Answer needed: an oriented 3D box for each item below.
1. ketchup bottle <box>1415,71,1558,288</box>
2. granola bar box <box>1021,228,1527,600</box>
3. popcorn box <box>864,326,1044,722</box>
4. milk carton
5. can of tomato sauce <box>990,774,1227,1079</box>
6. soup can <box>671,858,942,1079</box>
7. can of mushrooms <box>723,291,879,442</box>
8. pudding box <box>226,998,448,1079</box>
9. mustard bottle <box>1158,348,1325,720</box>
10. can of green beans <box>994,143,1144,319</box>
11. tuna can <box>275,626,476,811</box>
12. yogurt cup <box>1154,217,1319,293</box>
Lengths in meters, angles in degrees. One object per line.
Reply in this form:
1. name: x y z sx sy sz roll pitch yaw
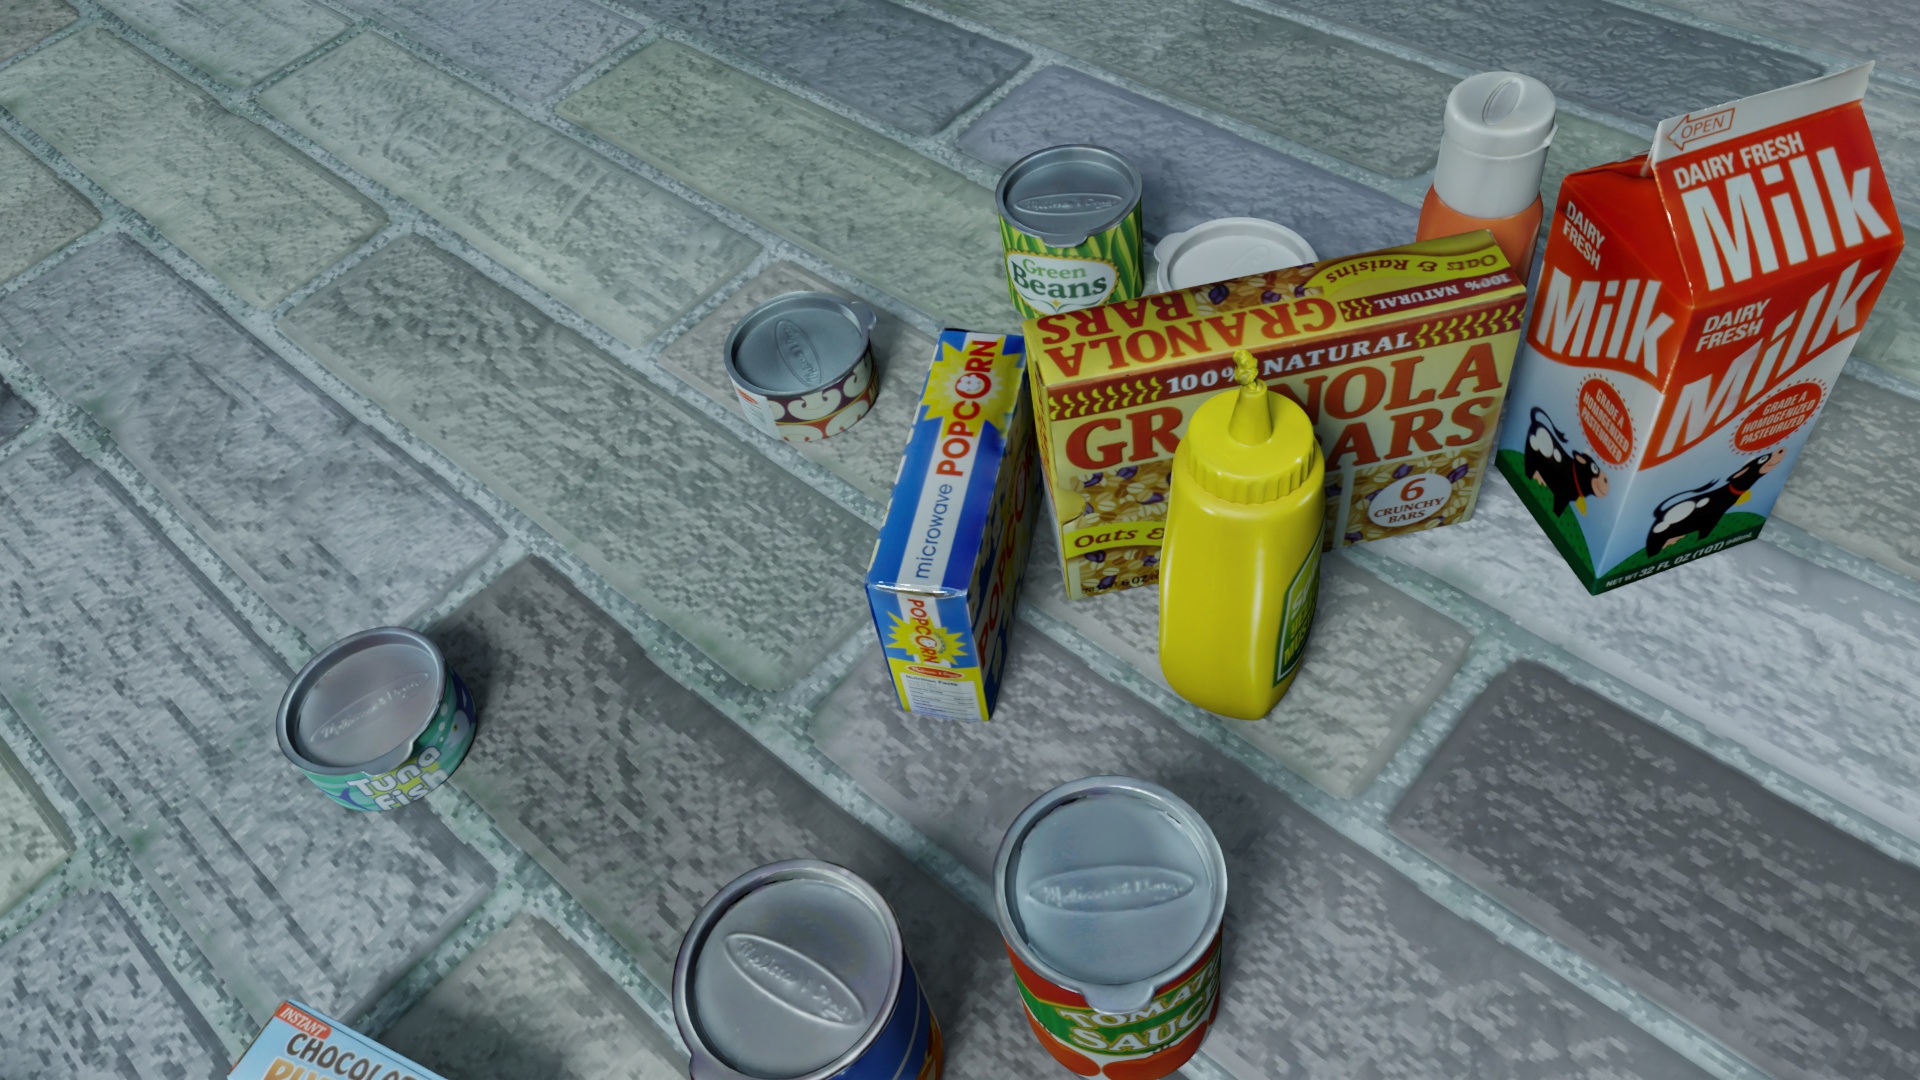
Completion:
1. ketchup bottle: 0.197 -0.107 0.536 0.043 0.148 0.065 20 58 23
2. granola bar box: 0.112 -0.042 0.514 0.166 0.123 0.039 -11 51 0
3. popcorn box: 0.002 -0.007 0.529 0.038 0.084 0.127 5 53 13
4. milk carton: 0.246 -0.072 0.474 0.072 0.189 0.074 -18 52 -4
5. can of tomato sauce: 0.047 0.122 0.422 0.071 0.082 0.071 -5 52 6
6. soup can: -0.045 0.146 0.418 0.071 0.083 0.072 -5 52 6
7. can of mushrooms: -0.069 -0.080 0.632 0.071 0.033 0.071 -4 52 6
8. pudding box: -0.180 0.179 0.436 0.084 0.049 0.030 17 57 21
9. mustard bottle: 0.095 -0.002 0.463 0.049 0.159 0.065 18 57 22
10. can of green beans: 0.052 -0.140 0.644 0.071 0.057 0.071 -5 52 6
11. tuna can: -0.224 0.071 0.539 0.071 0.032 0.071 -4 52 6
12. yogurt cup: 0.120 -0.098 0.602 0.072 0.053 0.073 -5 52 6
